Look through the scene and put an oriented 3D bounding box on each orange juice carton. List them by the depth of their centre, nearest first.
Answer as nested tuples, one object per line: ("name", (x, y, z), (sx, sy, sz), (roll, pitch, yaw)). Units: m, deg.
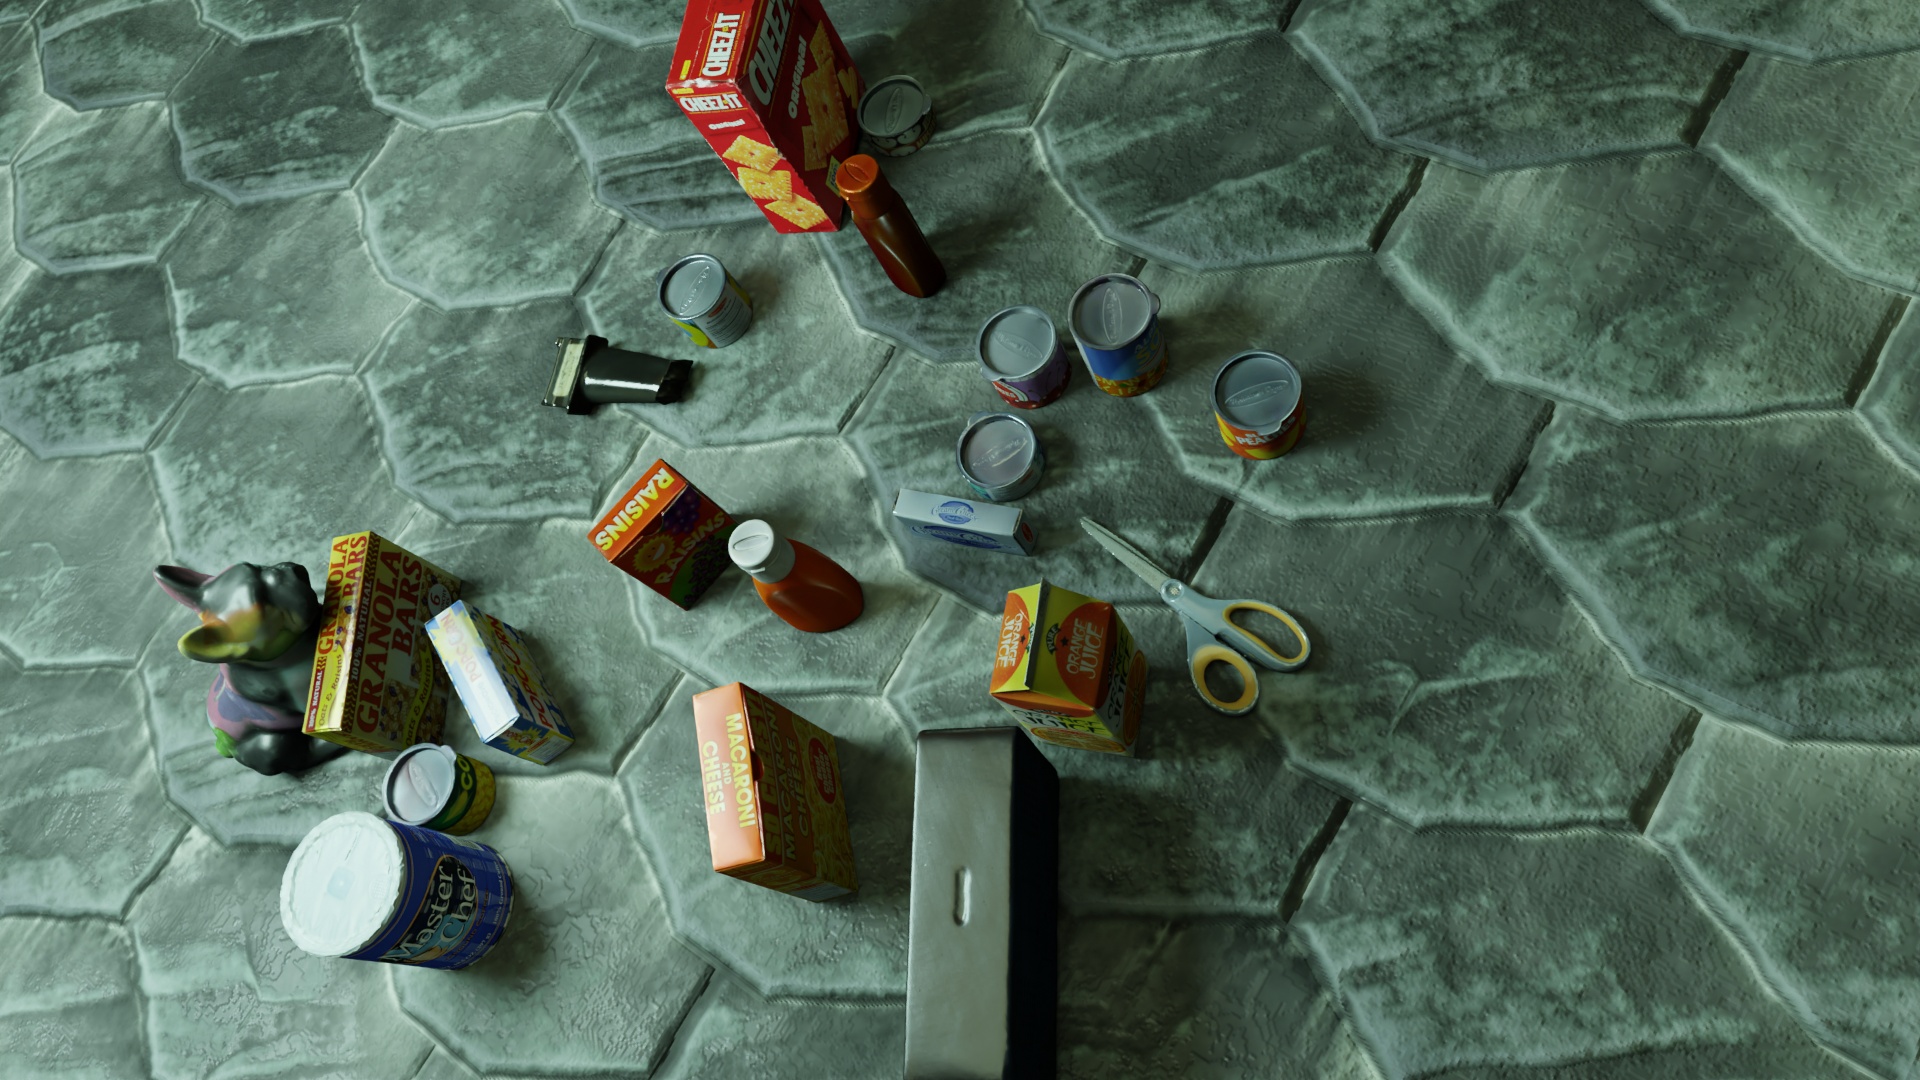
("orange juice carton", (0.072, 0.088, 0.937), (0.073, 0.192, 0.072), (6, 71, 20))

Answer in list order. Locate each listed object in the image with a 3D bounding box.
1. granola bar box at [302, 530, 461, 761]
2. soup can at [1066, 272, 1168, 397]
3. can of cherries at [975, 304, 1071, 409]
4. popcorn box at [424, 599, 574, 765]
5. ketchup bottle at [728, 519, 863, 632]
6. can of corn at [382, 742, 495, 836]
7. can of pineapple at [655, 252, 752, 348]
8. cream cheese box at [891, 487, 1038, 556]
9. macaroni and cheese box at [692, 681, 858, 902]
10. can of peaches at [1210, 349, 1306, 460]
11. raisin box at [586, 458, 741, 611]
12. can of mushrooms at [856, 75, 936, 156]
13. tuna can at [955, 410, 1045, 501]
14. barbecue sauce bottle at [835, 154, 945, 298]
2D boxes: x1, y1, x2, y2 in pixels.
("granola bar box", (-0.475, 0.091, 1.148), (0.039, 0.124, 0.166), (-8, 67, 15))
("soup can", (0.126, -0.158, 1.080), (0.071, 0.083, 0.071), (-6, 68, 15))
("can of cherries", (0.049, -0.145, 1.113), (0.071, 0.058, 0.072), (-6, 68, 15))
("popcorn box", (-0.373, 0.116, 1.128), (0.038, 0.085, 0.127), (-38, 63, 1))
("ketchup bottle", (-0.127, 0.028, 1.049), (0.064, 0.148, 0.044), (-15, 66, 12))
("can of corn", (-0.419, 0.201, 1.123), (0.071, 0.058, 0.071), (-6, 68, 15))
("can of pineapple", (-0.226, -0.212, 1.228), (0.071, 0.057, 0.071), (-6, 68, 15))
("cream cheese box", (0.004, -0.014, 1.078), (0.104, 0.053, 0.024), (10, 73, 21))
("macaroni and cheese box", (-0.127, 0.180, 0.978), (0.040, 0.166, 0.124), (-17, 65, 11))
("can of peaches", (0.224, -0.099, 1.039), (0.071, 0.058, 0.071), (-6, 68, 15))
("raisin box", (-0.229, -0.002, 1.108), (0.086, 0.123, 0.040), (-47, 63, -4))
("can of mushrooms", (-0.055, -0.383, 1.256), (0.071, 0.033, 0.071), (-6, 67, 15))
("tuna can", (0.031, -0.068, 1.102), (0.071, 0.032, 0.071), (-6, 67, 15))
("barbecue sauce bottle", (-0.060, -0.259, 1.143), (0.044, 0.148, 0.065), (-44, 63, -2))
